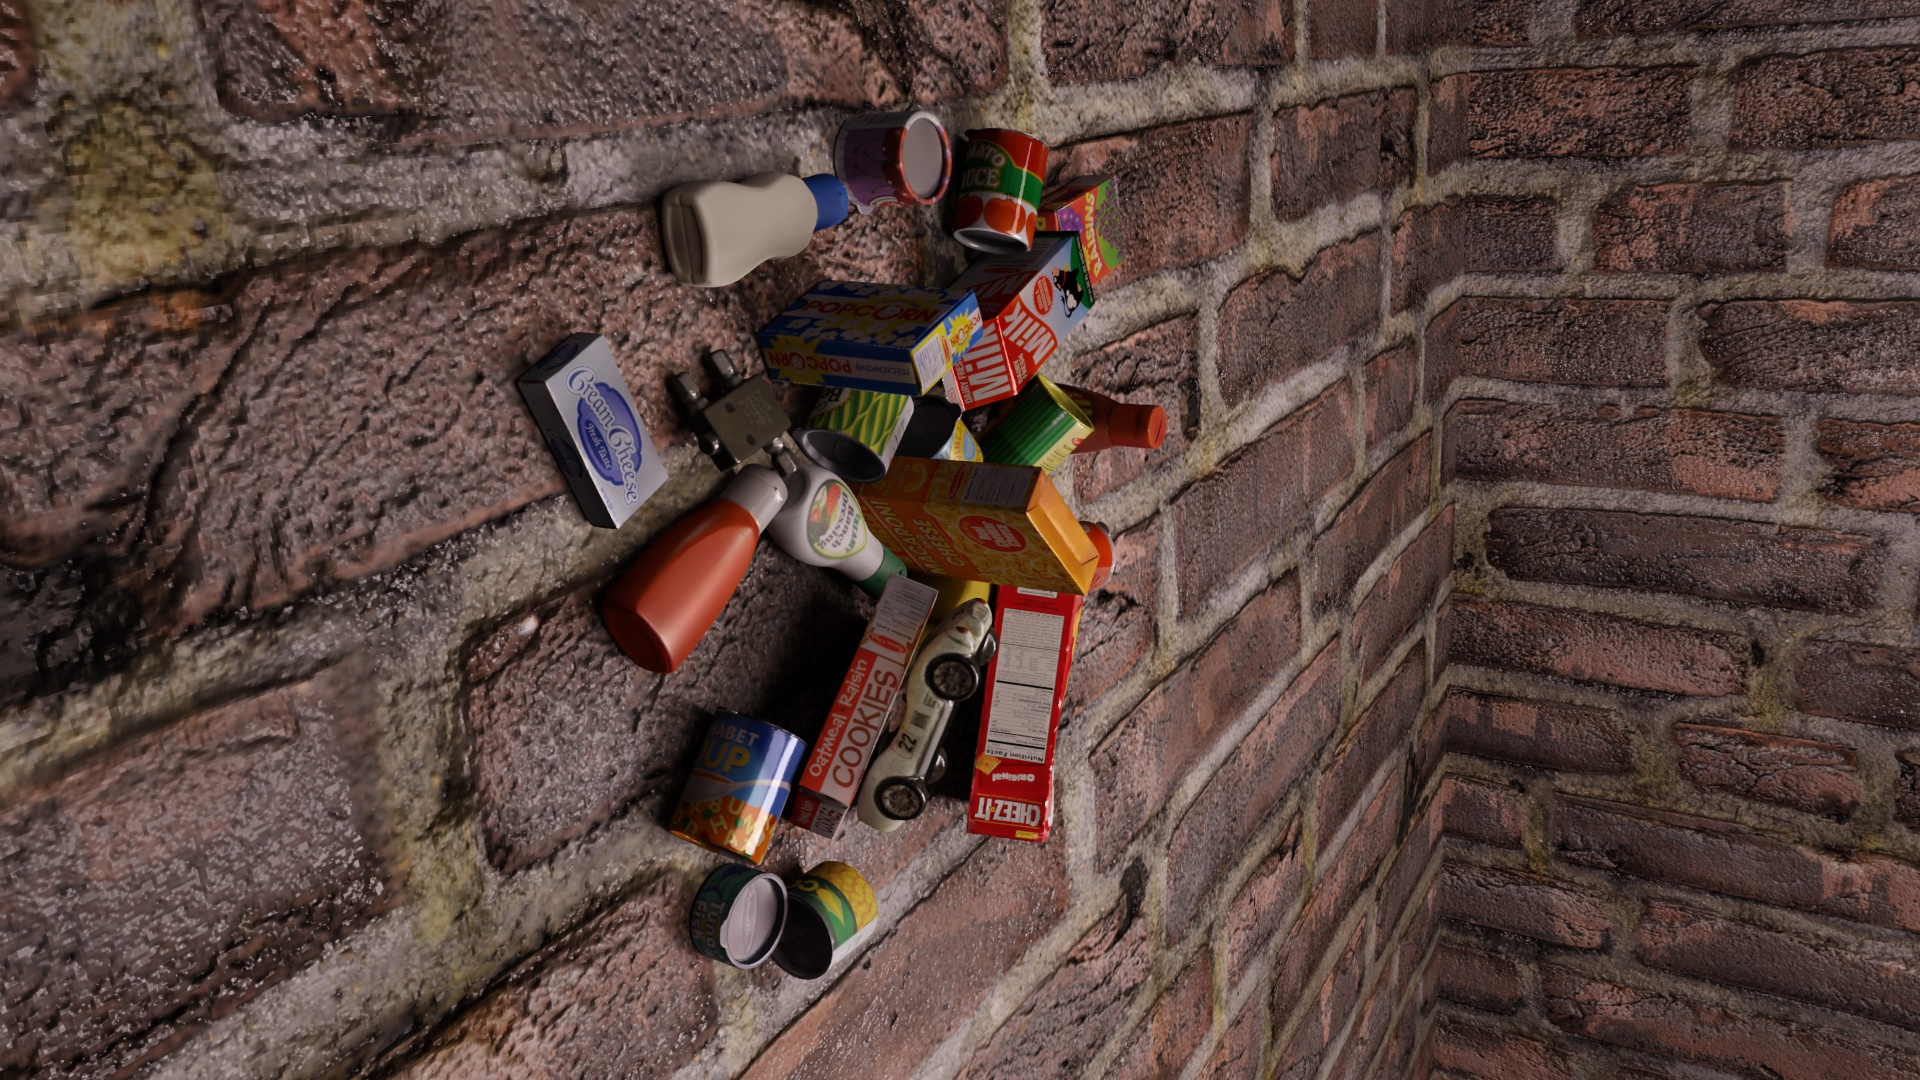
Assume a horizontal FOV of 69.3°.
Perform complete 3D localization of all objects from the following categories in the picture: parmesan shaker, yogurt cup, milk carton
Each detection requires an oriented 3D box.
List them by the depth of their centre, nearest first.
[{"bbox_3d":[0.032,-0.178,1.128,0.191,0.073,0.072,-51,136,-41],"label":"milk carton"},{"bbox_3d":[0.049,-0.078,1.135,0.103,0.071,0.071,-45,151,14],"label":"parmesan shaker"},{"bbox_3d":[0.102,0.016,1.290,0.054,0.072,0.072,-2,98,-50],"label":"yogurt cup"}]

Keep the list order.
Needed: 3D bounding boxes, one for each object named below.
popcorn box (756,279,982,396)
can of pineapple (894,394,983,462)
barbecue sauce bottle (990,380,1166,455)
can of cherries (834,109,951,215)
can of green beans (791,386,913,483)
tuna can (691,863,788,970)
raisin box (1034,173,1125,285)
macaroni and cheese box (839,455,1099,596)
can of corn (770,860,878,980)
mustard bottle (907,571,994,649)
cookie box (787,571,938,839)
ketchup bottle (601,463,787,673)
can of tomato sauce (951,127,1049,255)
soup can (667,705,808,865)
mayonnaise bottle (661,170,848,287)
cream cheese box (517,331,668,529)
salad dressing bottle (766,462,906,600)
[{"bbox_3d":[-0.060,-0.138,0.934,0.085,0.127,0.038,-50,139,-42],"label":"popcorn box"},{"bbox_3d":[-0.021,-0.069,1.065,0.057,0.071,0.071,53,52,-50],"label":"can of pineapple"},{"bbox_3d":[0.100,-0.101,1.181,0.043,0.148,0.065,38,64,-55],"label":"barbecue sauce bottle"},{"bbox_3d":[-0.047,-0.270,0.995,0.072,0.058,0.071,-16,109,-56],"label":"can of cherries"},{"bbox_3d":[-0.073,-0.082,0.981,0.071,0.071,0.058,54,51,-48],"label":"can of green beans"},{"bbox_3d":[-0.152,0.257,0.949,0.071,0.033,0.071,-17,110,-56],"label":"tuna can"},{"bbox_3d":[0.104,-0.274,1.259,0.124,0.040,0.085,-41,130,-47],"label":"raisin box"},{"bbox_3d":[0.004,-0.013,1.023,0.123,0.166,0.040,52,53,-50],"label":"macaroni and cheese box"},{"bbox_3d":[-0.103,0.271,1.003,0.058,0.071,0.071,-23,115,-56],"label":"can of corn"},{"bbox_3d":[0.002,0.020,1.128,0.161,0.065,0.048,-62,146,-40],"label":"mustard bottle"},{"bbox_3d":[-0.072,0.121,0.993,0.122,0.040,0.168,113,0,-65],"label":"cookie box"},{"bbox_3d":[-0.162,0.011,0.877,0.149,0.043,0.064,-56,140,-37],"label":"ketchup bottle"},{"bbox_3d":[0.030,-0.279,1.113,0.071,0.071,0.083,18,81,-58],"label":"can of tomato sauce"},{"bbox_3d":[-0.147,0.160,0.908,0.071,0.071,0.084,48,56,-51],"label":"soup can"},{"bbox_3d":[-0.128,-0.207,0.894,0.149,0.041,0.064,-35,126,-52],"label":"mayonnaise bottle"},{"bbox_3d":[-0.210,-0.063,0.802,0.054,0.024,0.103,-55,139,-40],"label":"cream cheese box"},{"bbox_3d":[-0.087,-0.002,0.995,0.147,0.044,0.064,45,59,-52],"label":"salad dressing bottle"}]
